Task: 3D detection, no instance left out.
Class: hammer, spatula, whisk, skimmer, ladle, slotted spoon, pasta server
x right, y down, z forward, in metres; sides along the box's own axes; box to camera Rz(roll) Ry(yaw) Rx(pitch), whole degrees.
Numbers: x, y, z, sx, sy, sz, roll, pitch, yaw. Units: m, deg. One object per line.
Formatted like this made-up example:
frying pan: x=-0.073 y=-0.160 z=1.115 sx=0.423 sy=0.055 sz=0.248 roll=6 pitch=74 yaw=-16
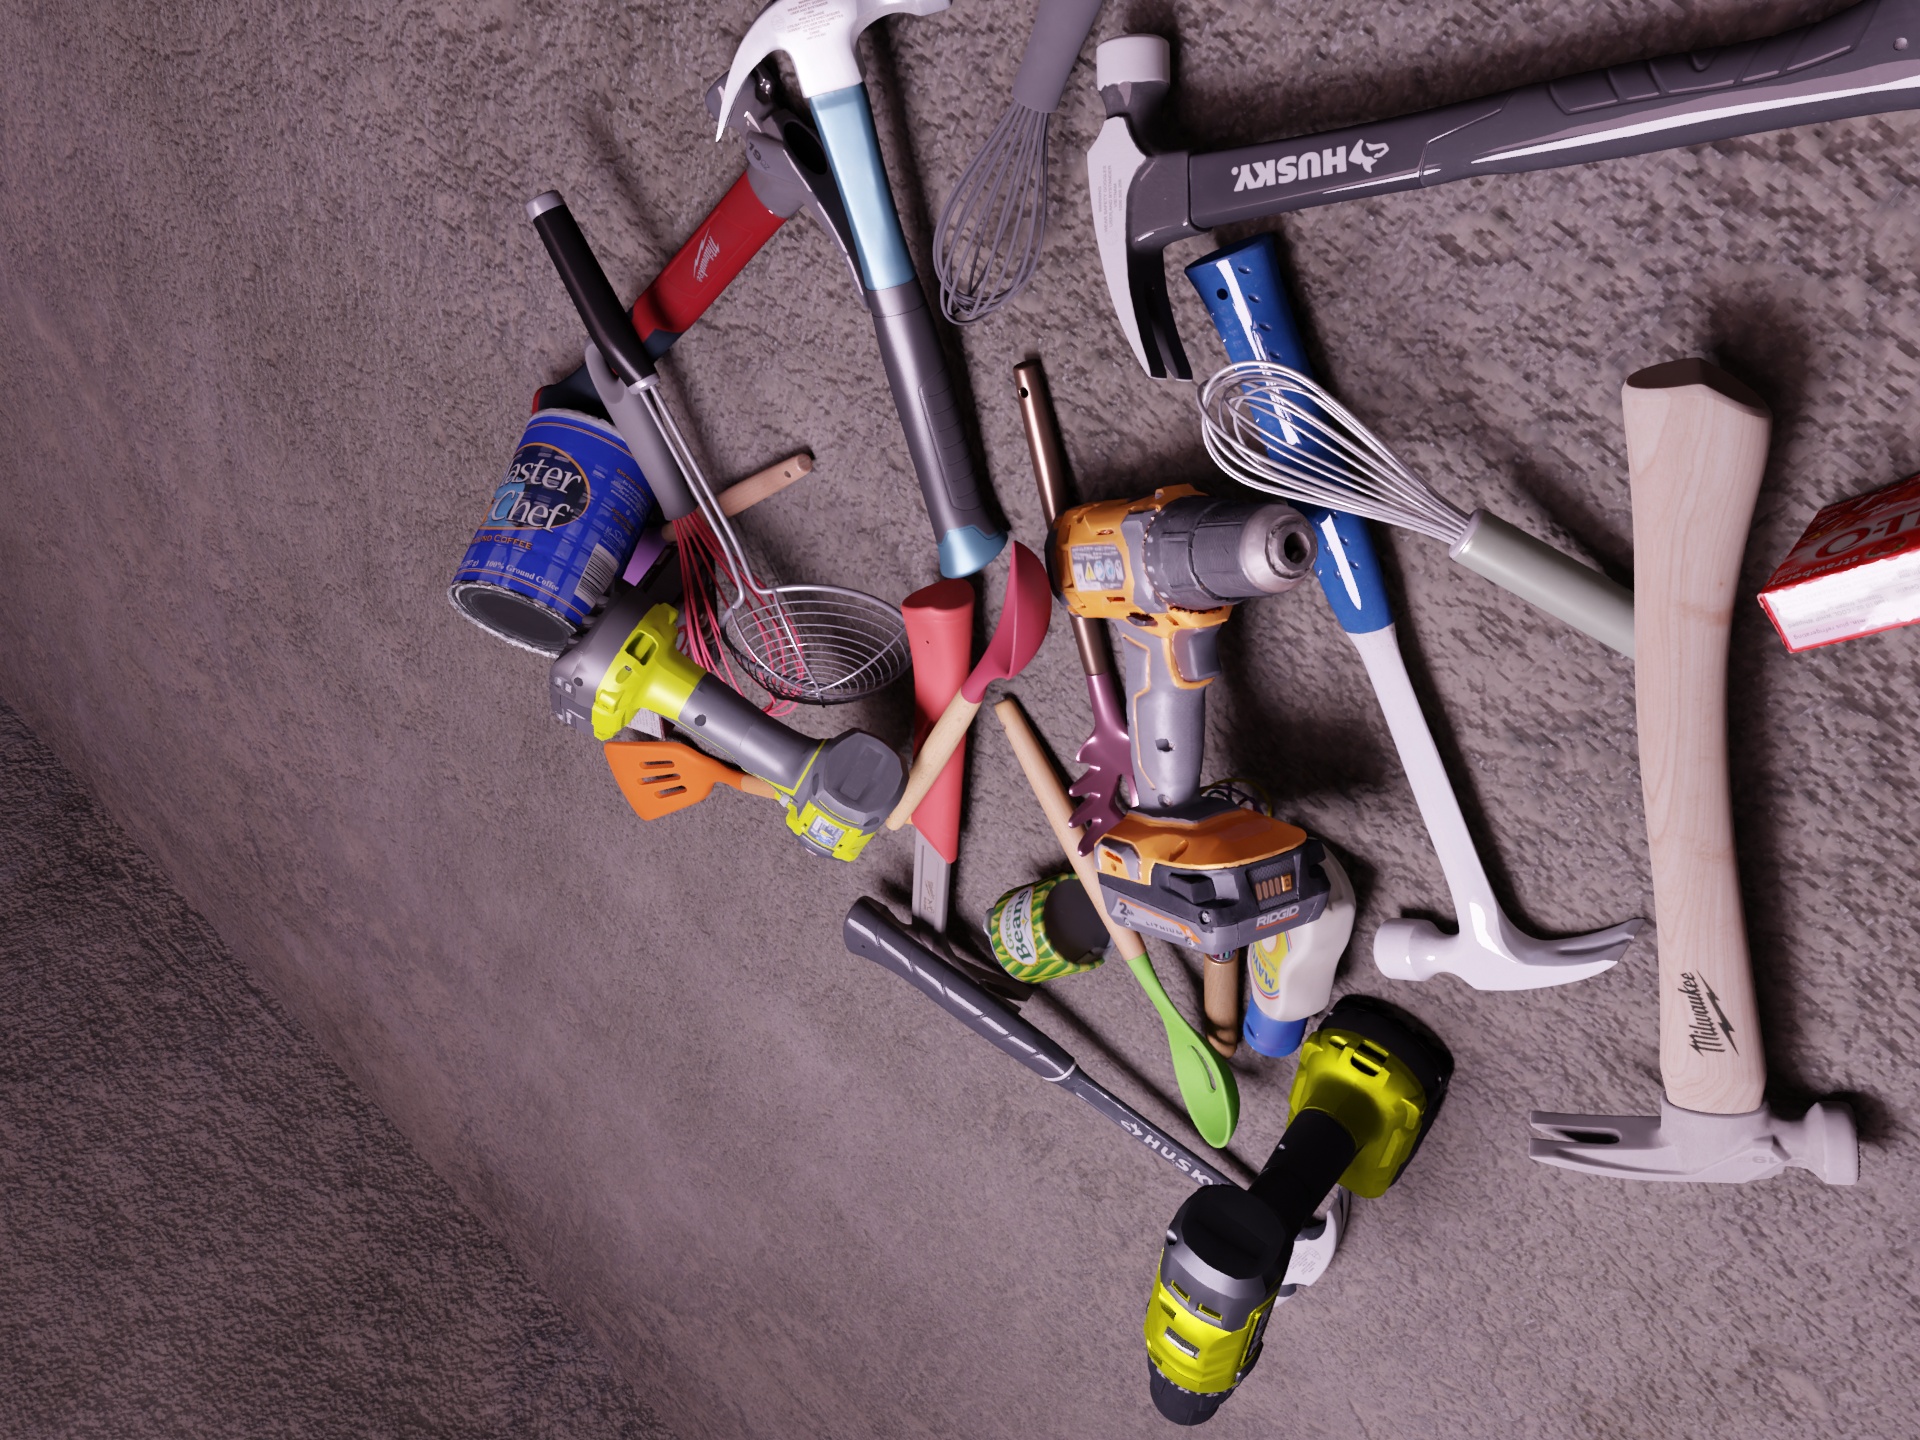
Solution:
hammer: x=0.193 y=-0.215 z=0.605 sx=0.335 sy=0.035 sz=0.146 roll=4 pitch=100 yaw=40
spatula: x=-0.155 y=0.057 z=1.233 sx=0.323 sy=0.041 sz=0.081 roll=8 pitch=129 yaw=42
whisk: x=0.162 y=0.125 z=0.958 sx=0.051 sy=0.047 sz=0.244 roll=36 pitch=147 yaw=38
skimmer: x=-0.151 y=-0.163 z=0.997 sx=0.127 sy=0.090 sz=0.363 roll=-19 pitch=106 yaw=35
ladle: x=-0.001 y=-0.003 z=0.933 sx=0.031 sy=0.069 sz=0.315 roll=10 pitch=150 yaw=-13
hammer: x=-0.178 y=-0.243 z=1.000 sx=0.143 sy=0.038 sz=0.386 roll=55 pitch=144 yaw=-8
hammer: x=0.086 y=0.254 z=1.110 sx=0.409 sy=0.036 sz=0.149 roll=35 pitch=139 yaw=9
whisk: x=0.210 y=-0.085 z=0.684 sx=0.246 sy=0.059 sz=0.057 roll=30 pitch=132 yaw=2
hammer: x=0.307 y=0.046 z=0.690 sx=0.146 sy=0.038 sz=0.410 roll=-4 pitch=120 yaw=23
hammer: x=0.207 y=-0.037 z=0.770 sx=0.144 sy=0.035 sz=0.405 roll=-4 pitch=117 yaw=49
spatula: x=-0.191 y=-0.136 z=1.122 sx=0.059 sy=0.018 sz=0.316 roll=49 pitch=146 yaw=-19
hammer: x=-0.008 y=0.058 z=1.064 sx=0.149 sy=0.037 sz=0.358 roll=24 pitch=137 yaw=19
slotted spoon: x=0.101 y=0.126 z=1.007 sx=0.314 sy=0.031 sz=0.070 roll=62 pitch=162 yaw=-2
pasta server: x=0.069 y=-0.049 z=0.905 sx=0.060 sy=0.040 sz=0.316 roll=2 pitch=122 yaw=31
hammer: x=-0.031 y=-0.219 z=0.837 sx=0.128 sy=0.033 sz=0.330 roll=-10 pitch=126 yaw=11
whisk: x=-0.178 y=-0.122 z=1.059 sx=0.073 sy=0.073 sz=0.295 roll=9 pitch=131 yaw=43
whisk: x=0.037 y=-0.284 z=0.724 sx=0.055 sy=0.055 sz=0.238 roll=39 pitch=134 yaw=16

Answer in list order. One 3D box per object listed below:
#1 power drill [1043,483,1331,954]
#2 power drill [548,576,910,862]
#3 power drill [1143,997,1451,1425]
power drill: x=0.122 y=-0.004 z=0.790 sx=0.185 sy=0.084 sz=0.226 roll=6 pitch=109 yaw=64
power drill: x=-0.149 y=0.013 z=1.028 sx=0.223 sy=0.080 sz=0.171 roll=32 pitch=159 yaw=-3
power drill: x=0.183 y=0.286 z=0.910 sx=0.080 sy=0.228 sz=0.190 roll=30 pitch=139 yaw=26
